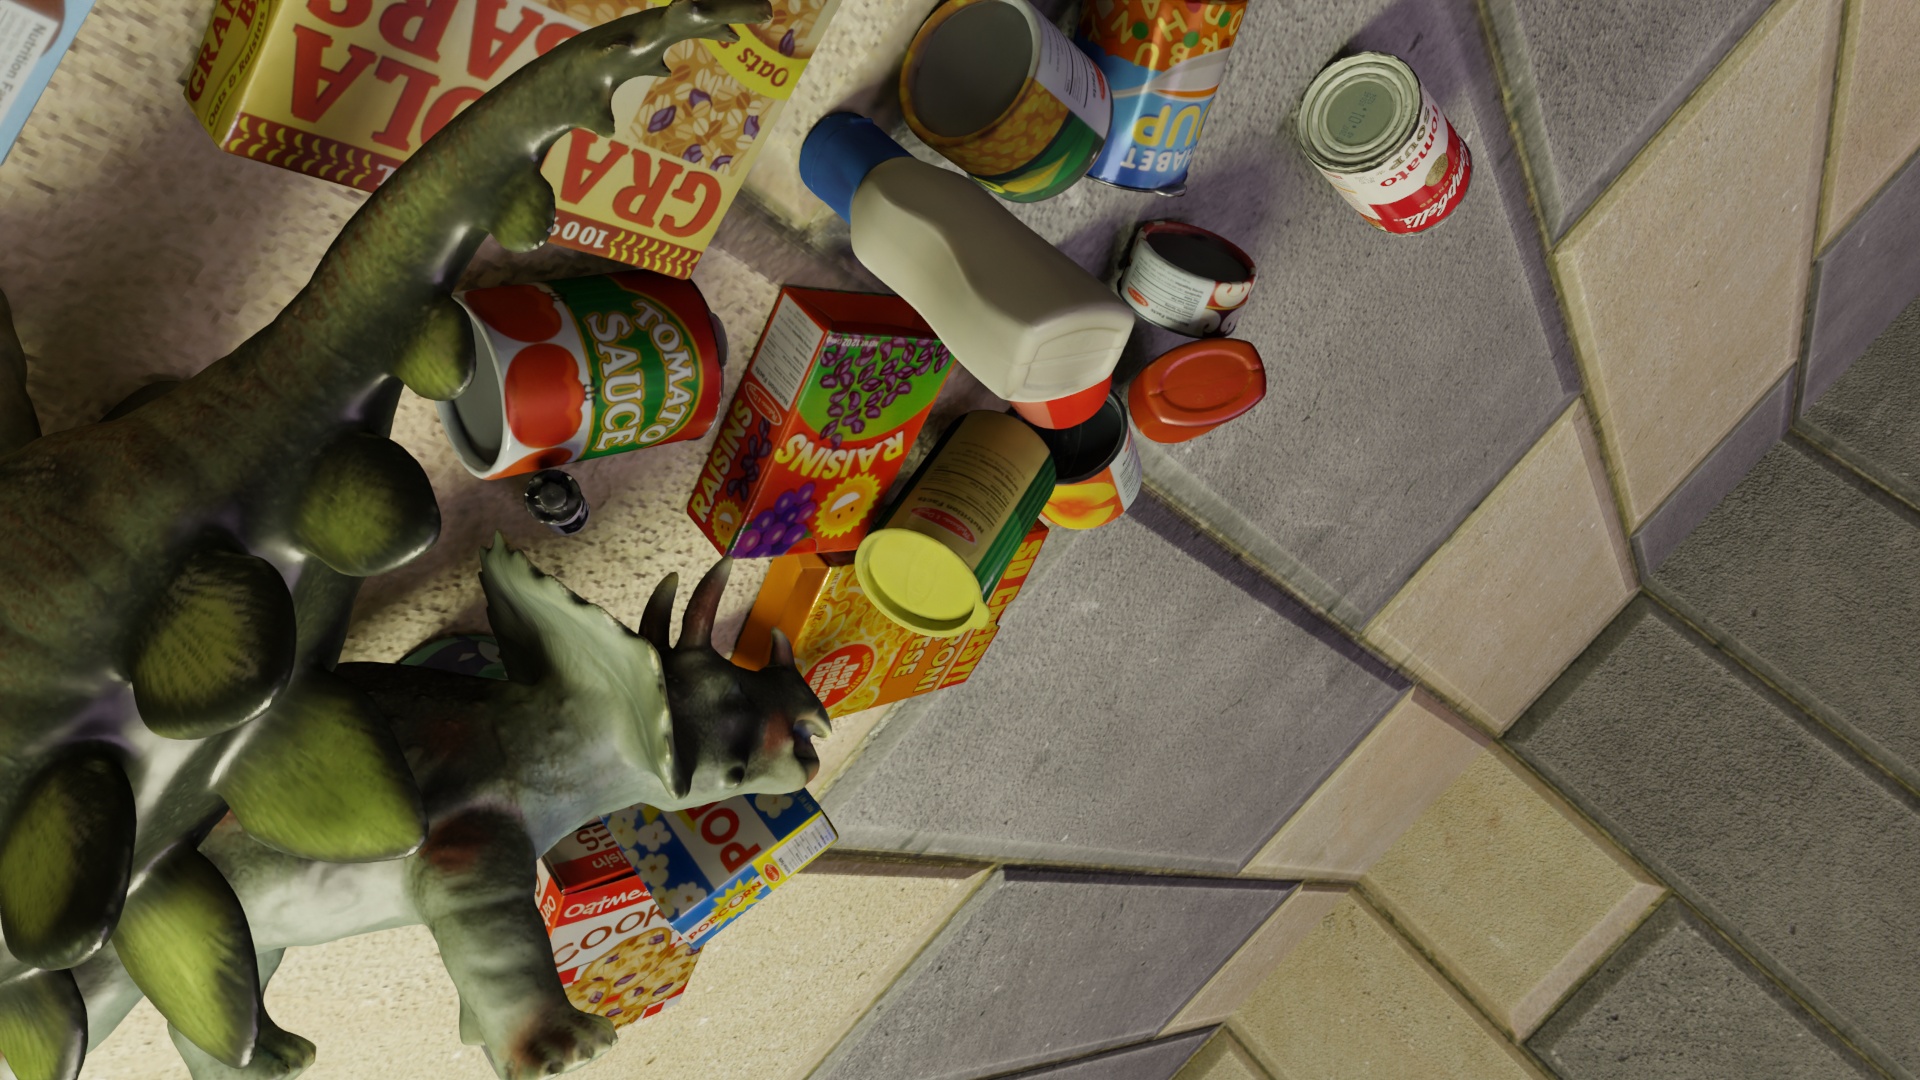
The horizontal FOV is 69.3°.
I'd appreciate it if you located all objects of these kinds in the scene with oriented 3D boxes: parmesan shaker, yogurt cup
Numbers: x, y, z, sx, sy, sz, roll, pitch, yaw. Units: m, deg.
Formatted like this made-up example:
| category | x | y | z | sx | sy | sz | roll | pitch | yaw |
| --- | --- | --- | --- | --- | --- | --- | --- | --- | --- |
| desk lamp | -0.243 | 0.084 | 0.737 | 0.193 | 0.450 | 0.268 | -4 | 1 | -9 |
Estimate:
| category | x | y | z | sx | sy | sz | roll | pitch | yaw |
| --- | --- | --- | --- | --- | --- | --- | --- | --- | --- |
| parmesan shaker | 0.002 | -0.009 | 0.690 | 0.071 | 0.071 | 0.103 | 102 | 16 | -44 |
| yogurt cup | 0.046 | -0.091 | 0.689 | 0.072 | 0.072 | 0.053 | -40 | 158 | -7 |

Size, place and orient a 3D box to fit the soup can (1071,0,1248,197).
| category | x | y | z | sx | sy | sz | roll | pitch | yaw |
| --- | --- | --- | --- | --- | --- | --- | --- | --- | --- |
| soup can | 0.080 | -0.199 | 0.587 | 0.071 | 0.071 | 0.083 | -19 | 141 | -36 |

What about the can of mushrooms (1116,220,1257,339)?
| category | x | y | z | sx | sy | sz | roll | pitch | yaw |
| --- | --- | --- | --- | --- | --- | --- | --- | --- | --- |
| can of mushrooms | 0.118 | -0.136 | 0.718 | 0.071 | 0.071 | 0.033 | -17 | 139 | -39 |

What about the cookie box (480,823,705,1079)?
| category | x | y | z | sx | sy | sz | roll | pitch | yaw |
| --- | --- | --- | --- | --- | --- | --- | --- | --- | --- |
| cookie box | -0.200 | 0.226 | 0.801 | 0.123 | 0.040 | 0.166 | -10 | 135 | -45 |

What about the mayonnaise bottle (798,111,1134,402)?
| category | x | y | z | sx | sy | sz | roll | pitch | yaw |
| --- | --- | --- | --- | --- | --- | --- | --- | --- | --- |
| mayonnaise bottle | -0.005 | -0.109 | 0.517 | 0.065 | 0.148 | 0.041 | -15 | 139 | -40 |

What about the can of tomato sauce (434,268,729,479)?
| category | x | y | z | sx | sy | sz | roll | pitch | yaw |
| --- | --- | --- | --- | --- | --- | --- | --- | --- | --- |
| can of tomato sauce | -0.136 | -0.061 | 0.496 | 0.083 | 0.071 | 0.070 | -17 | 140 | -38 |

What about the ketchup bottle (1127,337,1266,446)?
| category | x | y | z | sx | sy | sz | roll | pitch | yaw |
| --- | --- | --- | --- | --- | --- | --- | --- | --- | --- |
| ketchup bottle | 0.120 | -0.076 | 0.755 | 0.065 | 0.043 | 0.149 | -13 | 179 | -1 |

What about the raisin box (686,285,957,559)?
| category | x | y | z | sx | sy | sz | roll | pitch | yaw |
| --- | --- | --- | --- | --- | --- | --- | --- | --- | --- |
| raisin box | -0.061 | -0.051 | 0.630 | 0.086 | 0.040 | 0.122 | -6 | 133 | -49 |

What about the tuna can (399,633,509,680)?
| category | x | y | z | sx | sy | sz | roll | pitch | yaw |
| --- | --- | --- | --- | --- | --- | --- | --- | --- | --- |
| tuna can | -0.219 | 0.076 | 0.600 | 0.071 | 0.033 | 0.070 | -31 | 147 | -23 |

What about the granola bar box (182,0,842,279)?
| category | x | y | z | sx | sy | sz | roll | pitch | yaw |
| --- | --- | --- | --- | --- | --- | --- | --- | --- | --- |
| granola bar box | -0.126 | -0.156 | 0.421 | 0.166 | 0.039 | 0.123 | 6 | 122 | -54 |

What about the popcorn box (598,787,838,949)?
| category | x | y | z | sx | sy | sz | roll | pitch | yaw |
| --- | --- | --- | --- | --- | --- | --- | --- | --- | --- |
| popcorn box | -0.130 | 0.120 | 0.671 | 0.085 | 0.127 | 0.038 | -37 | 146 | -14 |

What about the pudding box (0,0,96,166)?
| category | x | y | z | sx | sy | sz | roll | pitch | yaw |
| --- | --- | --- | --- | --- | --- | --- | --- | --- | --- |
| pudding box | -0.234 | -0.135 | 0.325 | 0.083 | 0.030 | 0.049 | -52 | 148 | 12 |

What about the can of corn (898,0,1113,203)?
| category | x | y | z | sx | sy | sz | roll | pitch | yaw |
| --- | --- | --- | --- | --- | --- | --- | --- | --- | --- |
| can of corn | 0.016 | -0.173 | 0.548 | 0.071 | 0.071 | 0.058 | -52 | 148 | 13 |

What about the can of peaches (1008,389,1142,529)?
| category | x | y | z | sx | sy | sz | roll | pitch | yaw |
| --- | --- | --- | --- | --- | --- | --- | --- | --- | --- |
| can of peaches | 0.061 | -0.047 | 0.761 | 0.071 | 0.071 | 0.058 | -41 | 150 | -6 |

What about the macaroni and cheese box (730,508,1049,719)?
| category | x | y | z | sx | sy | sz | roll | pitch | yaw |
| --- | --- | --- | --- | --- | --- | --- | --- | --- | --- |
| macaroni and cheese box | -0.040 | 0.039 | 0.767 | 0.167 | 0.040 | 0.123 | -9 | 136 | -45 |
